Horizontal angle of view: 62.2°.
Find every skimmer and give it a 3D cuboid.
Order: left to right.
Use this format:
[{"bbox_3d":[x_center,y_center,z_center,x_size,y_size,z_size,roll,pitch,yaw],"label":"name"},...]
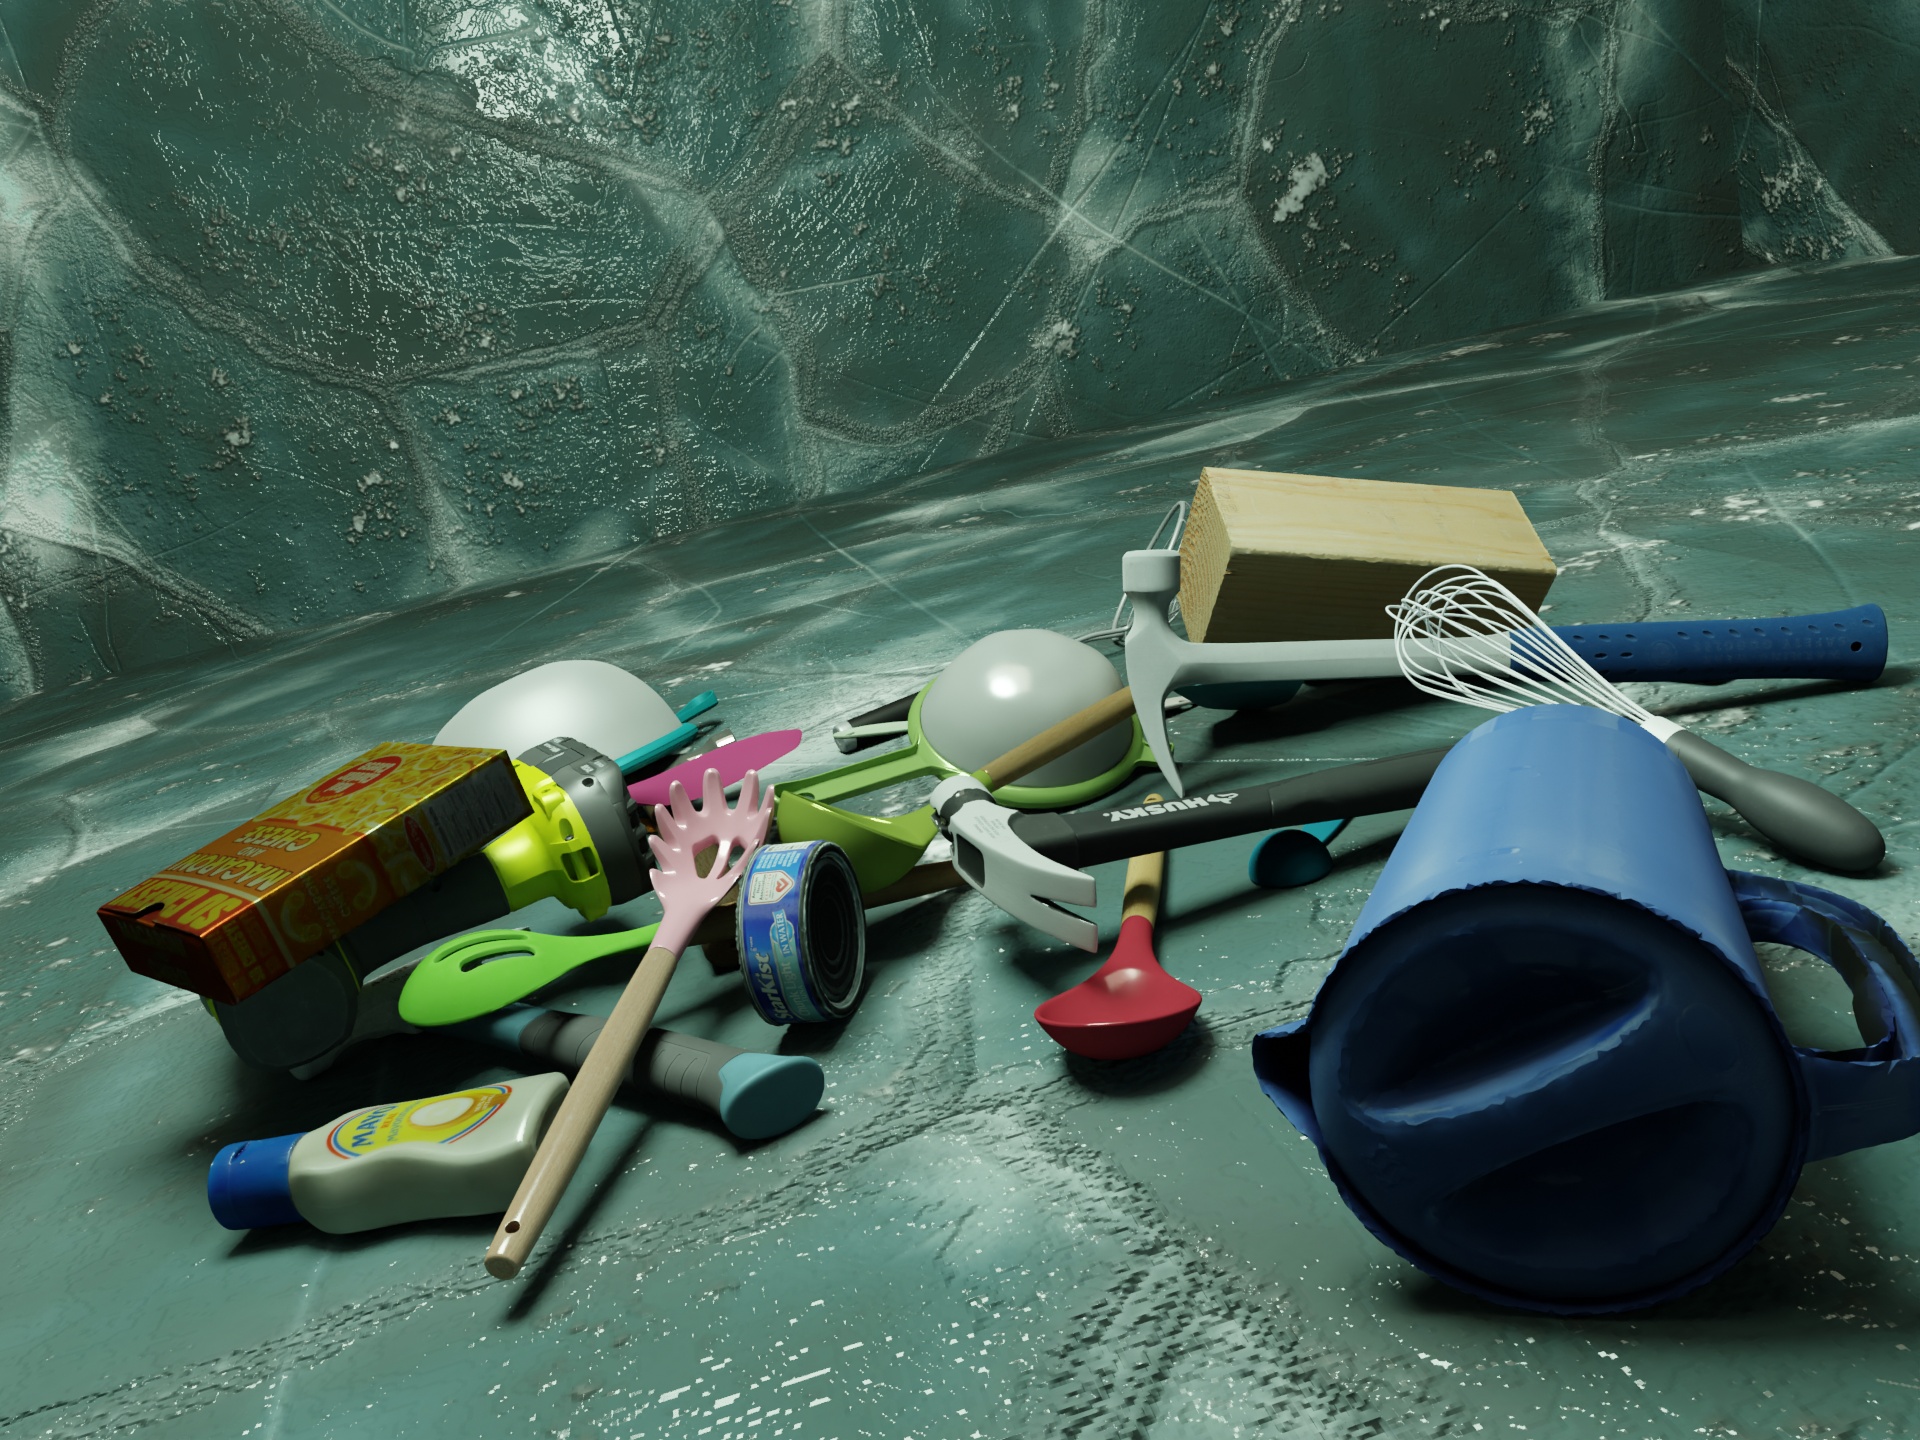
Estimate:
[{"bbox_3d":[0.048,-0.075,1.268,0.363,0.090,0.127,-23,-15,-24],"label":"skimmer"}]

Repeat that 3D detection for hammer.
[{"bbox_3d":[-0.193,0.153,0.761,0.331,0.033,0.128,1,22,42],"label":"hammer"},{"bbox_3d":[-0.170,0.080,0.984,0.130,0.031,0.331,-25,20,-11],"label":"hammer"},{"bbox_3d":[0.163,0.042,0.777,0.334,0.035,0.146,-9,20,-15],"label":"hammer"},{"bbox_3d":[0.296,-0.031,0.894,0.405,0.144,0.035,-1,4,9],"label":"hammer"}]

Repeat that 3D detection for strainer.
[{"bbox_3d":[-0.285,-0.004,1.212,0.211,0.095,0.340,-21,8,23],"label":"strainer"},{"bbox_3d":[-0.002,-0.003,0.971,0.256,0.069,0.152,-17,42,-28],"label":"strainer"}]

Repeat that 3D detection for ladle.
[{"bbox_3d":[0.031,0.013,0.890,0.078,0.062,0.320,19,35,42],"label":"ladle"},{"bbox_3d":[0.085,0.089,0.768,0.069,0.031,0.315,-5,15,11],"label":"ladle"}]

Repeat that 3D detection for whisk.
[{"bbox_3d":[0.310,-0.002,0.765,0.070,0.070,0.285,-19,34,-22],"label":"whisk"}]

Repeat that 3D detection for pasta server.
[{"bbox_3d":[-0.142,0.116,0.703,0.060,0.040,0.316,2,28,9],"label":"pasta server"}]

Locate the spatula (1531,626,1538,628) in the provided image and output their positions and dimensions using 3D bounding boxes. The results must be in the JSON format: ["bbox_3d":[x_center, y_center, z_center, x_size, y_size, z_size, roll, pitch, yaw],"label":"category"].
[{"bbox_3d":[0.376,-0.055,1.056,0.059,0.018,0.316,-20,18,-26],"label":"spatula"}]

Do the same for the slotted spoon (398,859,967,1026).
[{"bbox_3d":[-0.123,0.102,0.805,0.313,0.031,0.070,-9,18,-29],"label":"slotted spoon"}]

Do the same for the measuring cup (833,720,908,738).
[{"bbox_3d":[-0.019,0.020,1.087,0.168,0.038,0.083,-4,18,37],"label":"measuring cup"}]

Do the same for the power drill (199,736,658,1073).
[{"bbox_3d":[-0.296,0.091,0.858,0.228,0.080,0.191,-25,21,-25],"label":"power drill"}]

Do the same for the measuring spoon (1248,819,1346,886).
[{"bbox_3d":[0.185,0.050,0.829,0.042,0.021,0.128,-3,20,33],"label":"measuring spoon"}]

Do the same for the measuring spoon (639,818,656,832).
[{"bbox_3d":[-0.203,0.069,1.107,0.117,0.011,0.021,-4,18,31],"label":"measuring spoon"}]

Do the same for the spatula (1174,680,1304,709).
[{"bbox_3d":[0.209,-0.050,1.131,0.082,0.044,0.317,-6,15,15],"label":"spatula"}]

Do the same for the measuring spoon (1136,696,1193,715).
[{"bbox_3d":[0.116,0.001,1.089,0.124,0.018,0.034,-13,13,-27],"label":"measuring spoon"}]

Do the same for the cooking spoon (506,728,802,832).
[{"bbox_3d":[-0.252,0.063,1.035,0.319,0.017,0.069,-20,19,6],"label":"cooking spoon"}]
